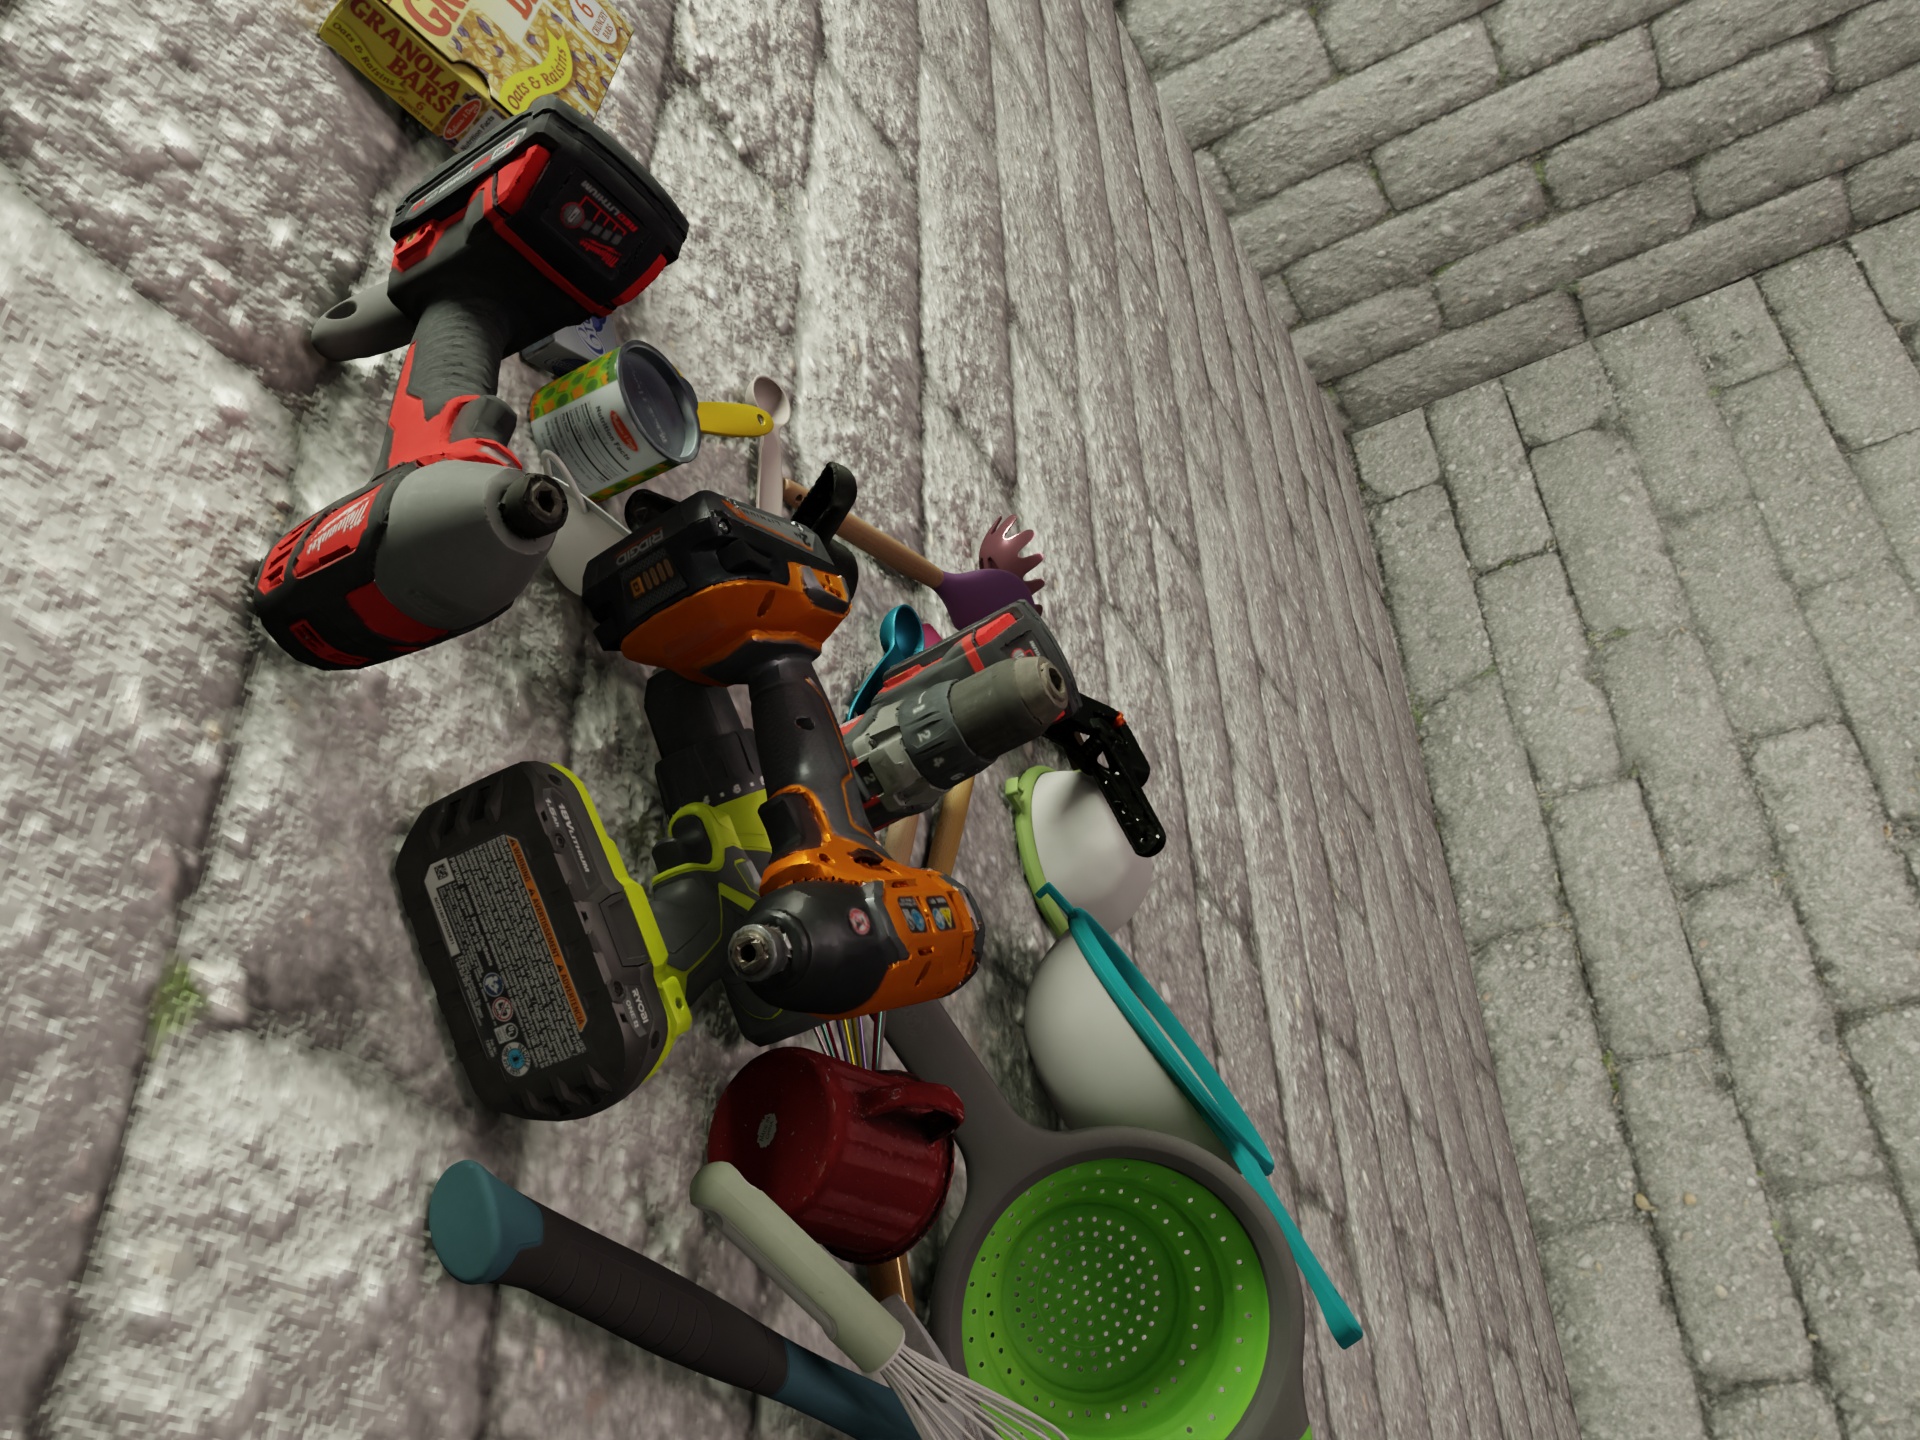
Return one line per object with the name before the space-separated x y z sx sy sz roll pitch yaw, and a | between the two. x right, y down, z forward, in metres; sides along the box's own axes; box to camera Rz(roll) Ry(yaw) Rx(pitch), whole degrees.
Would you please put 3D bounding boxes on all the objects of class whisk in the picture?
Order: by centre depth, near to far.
whisk | -0.028 0.279 0.689 0.246 0.058 0.059 47 59 -11
whisk | -0.212 -0.212 0.752 0.239 0.055 0.055 -47 116 -49
whisk | -0.051 0.195 0.825 0.051 0.047 0.245 -3 80 -42

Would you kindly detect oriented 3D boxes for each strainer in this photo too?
strainer | -0.147 -0.064 0.826 0.087 0.050 0.258 32 -2 29
strainer | 0.128 0.267 0.998 0.210 0.095 0.341 50 5 -39
strainer | 0.120 0.148 1.205 0.151 0.069 0.256 -1 71 -66

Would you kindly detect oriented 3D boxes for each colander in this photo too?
colander | 0.034 0.262 0.895 0.397 0.204 0.094 55 -12 4

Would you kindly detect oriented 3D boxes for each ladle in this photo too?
ladle | 0.002 0.042 1.087 0.316 0.031 0.069 -74 148 -51

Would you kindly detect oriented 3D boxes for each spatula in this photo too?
spatula | -0.030 -0.110 1.125 0.018 0.060 0.315 35 6 35

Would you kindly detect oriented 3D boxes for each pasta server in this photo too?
pasta server | 0.084 -0.016 1.297 0.040 0.060 0.316 -31 107 -24

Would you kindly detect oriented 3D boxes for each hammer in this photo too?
hammer | -0.088 0.267 0.668 0.330 0.033 0.128 45 14 -37

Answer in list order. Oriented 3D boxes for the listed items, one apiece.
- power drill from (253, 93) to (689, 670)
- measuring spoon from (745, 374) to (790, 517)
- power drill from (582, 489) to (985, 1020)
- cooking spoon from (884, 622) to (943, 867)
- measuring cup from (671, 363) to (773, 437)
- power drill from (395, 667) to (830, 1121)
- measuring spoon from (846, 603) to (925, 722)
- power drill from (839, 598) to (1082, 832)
power drill | -0.185 -0.128 0.618 0.078 0.143 0.220 38 50 -40
measuring spoon | -0.123 -0.158 0.989 0.034 0.018 0.124 24 57 -47
power drill | -0.078 0.020 0.682 0.227 0.084 0.164 66 19 13
cooking spoon | -0.030 0.039 1.026 0.068 0.017 0.319 56 26 -30
measuring cup | -0.146 -0.180 0.916 0.156 0.029 0.062 -14 85 -61
power drill | -0.136 0.066 0.705 0.190 0.080 0.228 68 21 4
measuring spoon | -0.056 -0.031 1.036 0.042 0.021 0.129 65 32 -28
power drill | -0.001 -0.003 0.904 0.080 0.188 0.227 61 25 -4
